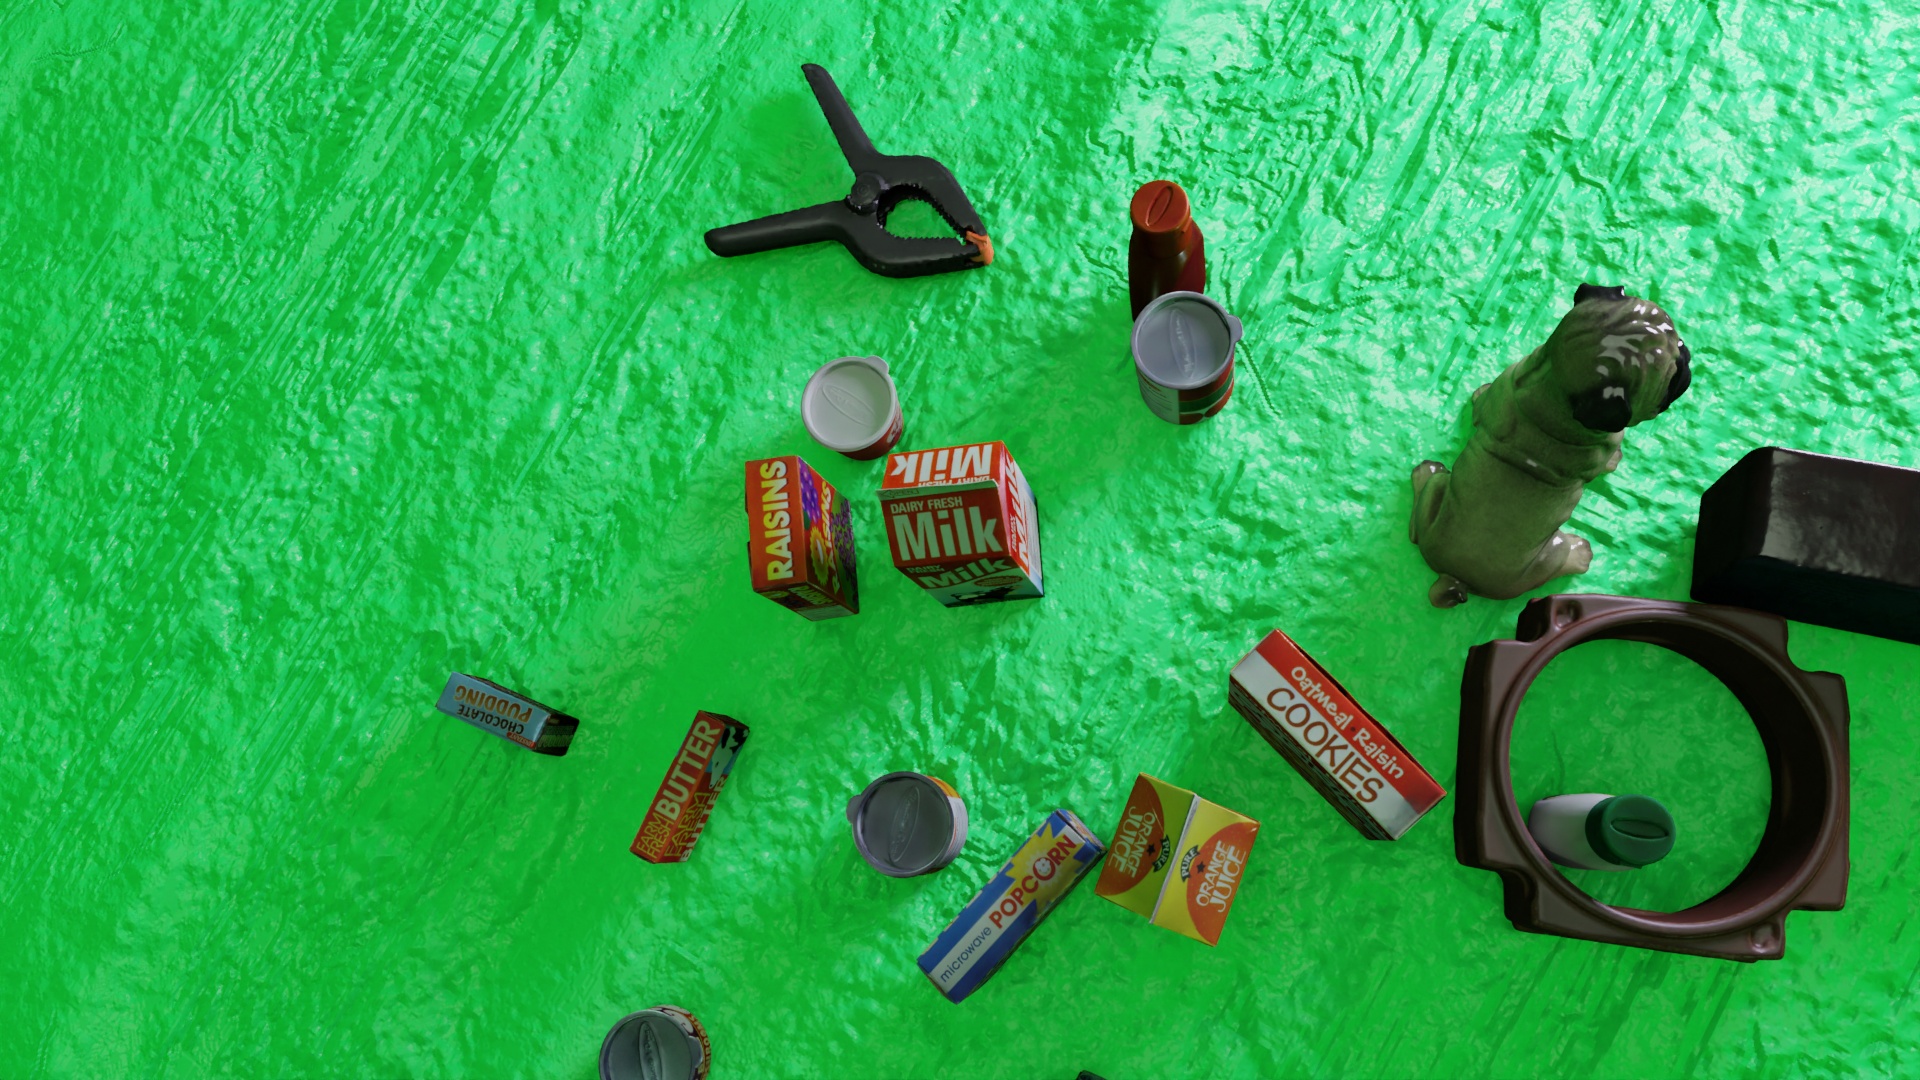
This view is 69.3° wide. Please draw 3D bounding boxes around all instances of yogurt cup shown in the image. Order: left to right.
[{"bbox_3d":[-0.072,-0.088,0.971,0.072,0.054,0.072,-2,77,10],"label":"yogurt cup"}]

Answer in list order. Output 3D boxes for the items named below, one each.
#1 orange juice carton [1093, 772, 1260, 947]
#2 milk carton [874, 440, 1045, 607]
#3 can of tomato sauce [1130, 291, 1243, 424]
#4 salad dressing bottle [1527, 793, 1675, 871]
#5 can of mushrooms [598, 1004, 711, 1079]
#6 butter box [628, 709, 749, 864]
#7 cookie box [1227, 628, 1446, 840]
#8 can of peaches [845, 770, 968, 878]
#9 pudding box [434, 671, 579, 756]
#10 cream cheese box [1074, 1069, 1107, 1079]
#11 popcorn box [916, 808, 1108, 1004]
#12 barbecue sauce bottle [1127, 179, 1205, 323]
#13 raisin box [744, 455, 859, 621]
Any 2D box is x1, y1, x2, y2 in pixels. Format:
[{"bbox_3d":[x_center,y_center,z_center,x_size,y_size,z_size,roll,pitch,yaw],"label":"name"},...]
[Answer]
[{"bbox_3d":[0.126,0.182,0.800,0.073,0.192,0.072,21,83,14],"label":"orange juice carton"},{"bbox_3d":[0.003,-0.011,0.868,0.072,0.190,0.073,-6,77,9],"label":"milk carton"},{"bbox_3d":[0.151,-0.120,0.921,0.071,0.083,0.071,-2,77,10],"label":"can of tomato sauce"},{"bbox_3d":[0.363,0.164,0.783,0.064,0.147,0.044,9,80,13],"label":"salad dressing bottle"},{"bbox_3d":[-0.197,0.339,0.907,0.071,0.033,0.071,-2,77,10],"label":"can of mushrooms"},{"bbox_3d":[-0.181,0.166,0.933,0.024,0.053,0.103,24,83,15],"label":"butter box"},{"bbox_3d":[0.214,0.117,0.812,0.040,0.167,0.123,-44,74,-1],"label":"cookie box"},{"bbox_3d":[-0.034,0.183,0.900,0.071,0.058,0.071,-2,77,10],"label":"can of peaches"},{"bbox_3d":[-0.316,0.122,0.971,0.084,0.049,0.030,20,82,14],"label":"pudding box"},{"bbox_3d":[0.065,0.378,0.839,0.024,0.053,0.104,17,81,14],"label":"cream cheese box"},{"bbox_3d":[0.034,0.226,0.863,0.038,0.085,0.127,43,88,16],"label":"popcorn box"},{"bbox_3d":[0.134,-0.185,0.905,0.044,0.148,0.065,28,84,15],"label":"barbecue sauce bottle"},{"bbox_3d":[-0.104,0.001,0.920,0.040,0.123,0.086,-8,77,9],"label":"raisin box"}]
